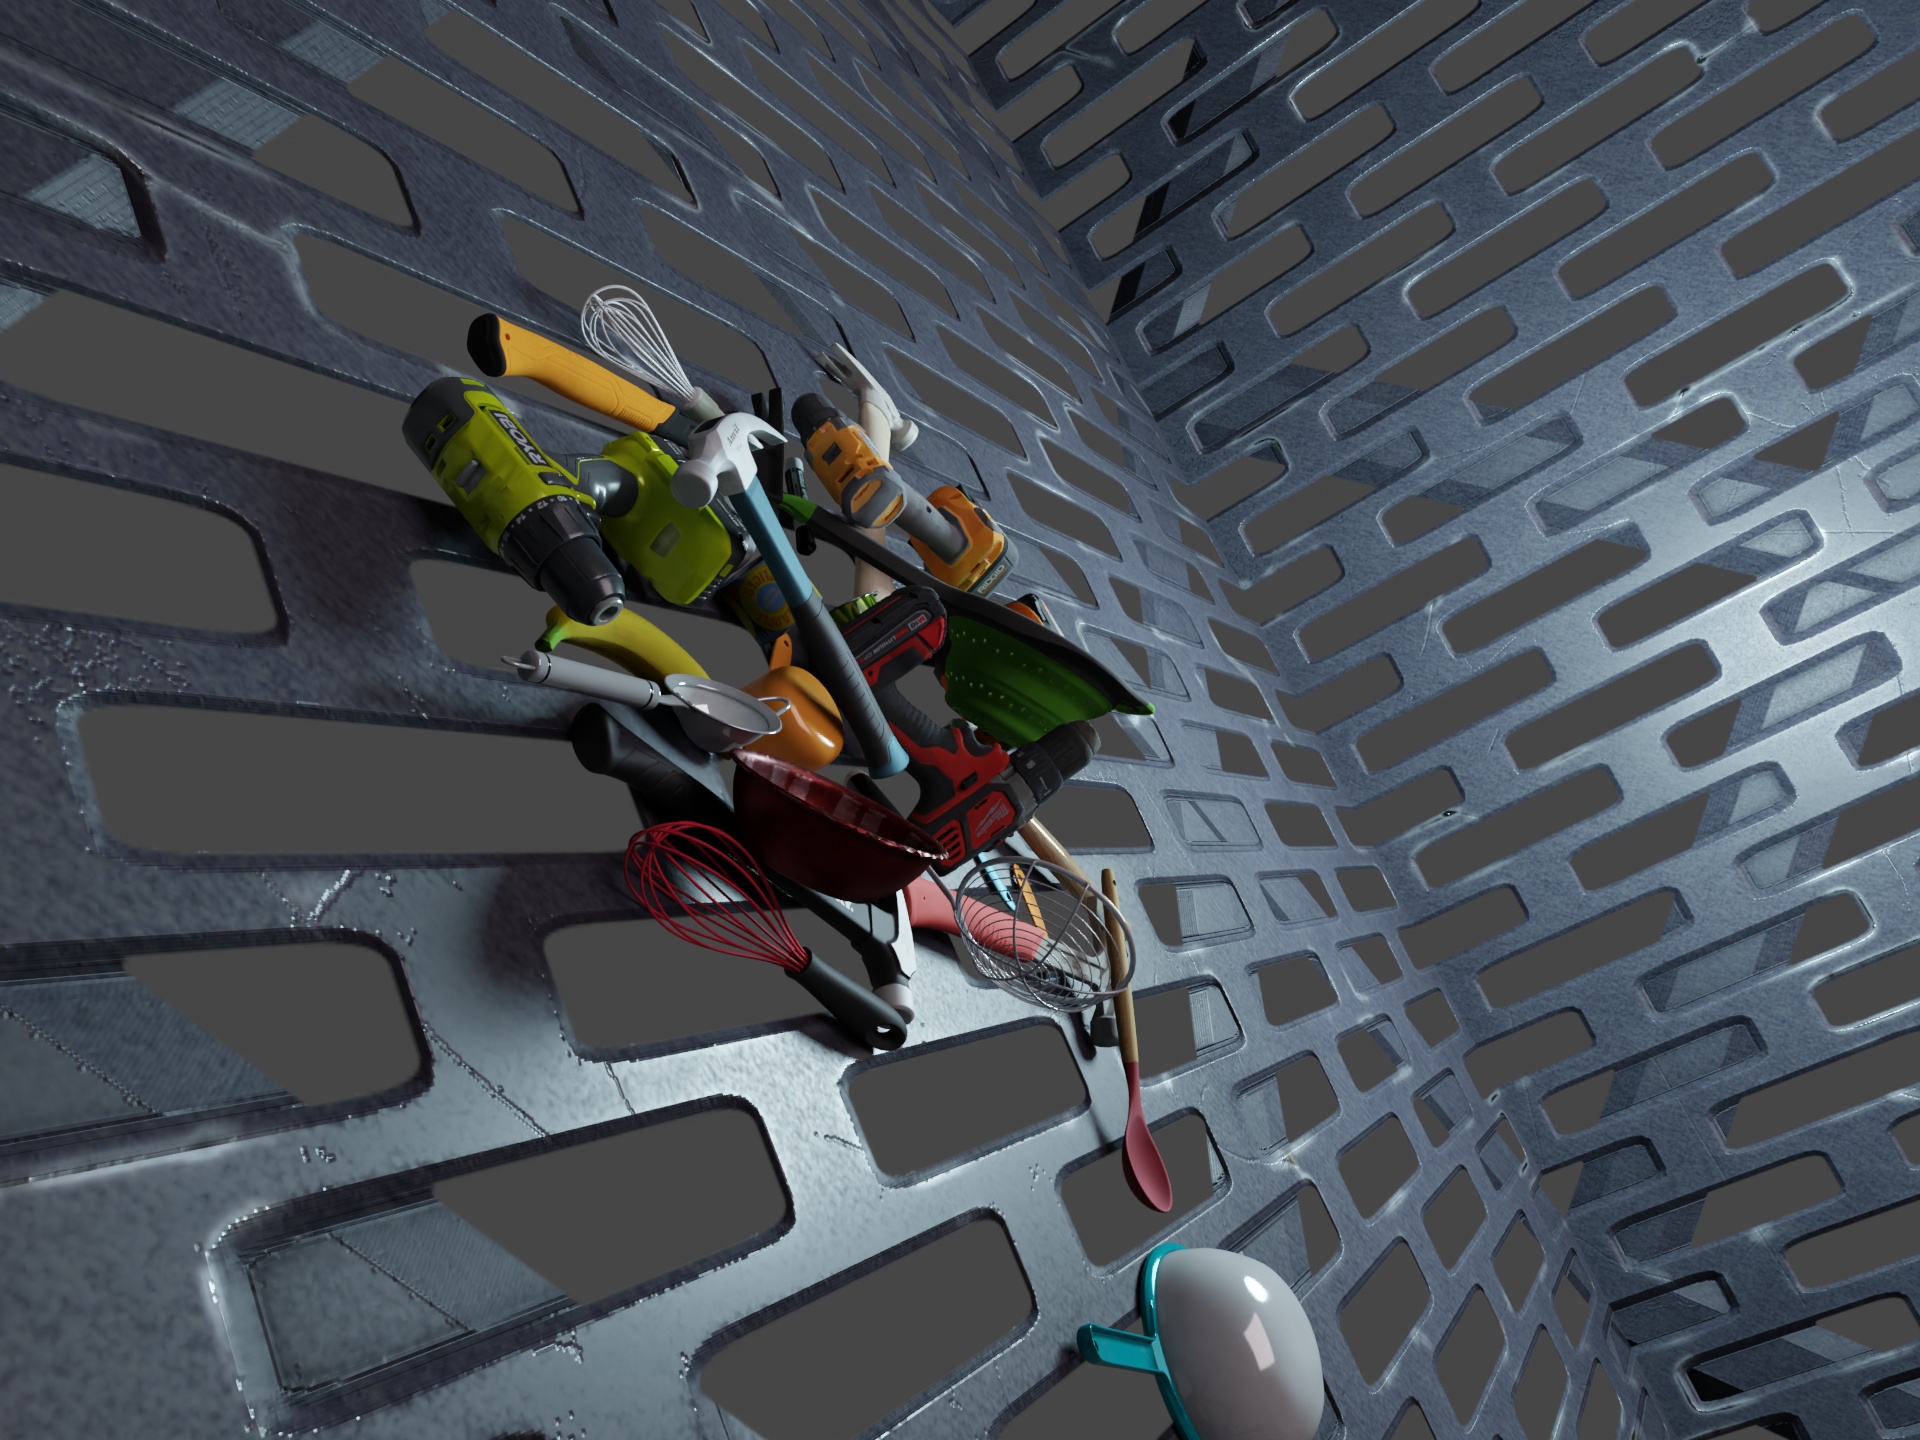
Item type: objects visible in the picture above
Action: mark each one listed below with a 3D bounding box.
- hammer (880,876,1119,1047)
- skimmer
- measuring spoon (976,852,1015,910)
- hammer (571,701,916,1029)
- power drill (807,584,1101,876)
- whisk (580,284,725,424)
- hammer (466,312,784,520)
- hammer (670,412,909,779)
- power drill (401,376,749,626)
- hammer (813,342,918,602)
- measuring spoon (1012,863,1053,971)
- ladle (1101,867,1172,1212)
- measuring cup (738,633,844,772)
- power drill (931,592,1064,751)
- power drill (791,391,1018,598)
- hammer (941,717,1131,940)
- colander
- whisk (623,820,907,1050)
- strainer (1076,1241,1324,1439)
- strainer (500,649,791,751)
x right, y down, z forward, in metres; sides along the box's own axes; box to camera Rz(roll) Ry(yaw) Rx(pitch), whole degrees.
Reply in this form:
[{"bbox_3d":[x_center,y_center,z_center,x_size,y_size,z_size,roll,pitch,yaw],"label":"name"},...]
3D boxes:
[{"bbox_3d":[0.044,0.179,1.384,0.358,0.037,0.149,31,50,-49],"label":"hammer"},{"bbox_3d":[0.005,0.098,1.159,0.364,0.090,0.127,43,-22,60],"label":"skimmer"},{"bbox_3d":[0.024,0.117,1.468,0.128,0.021,0.042,60,21,5],"label":"measuring spoon"},{"bbox_3d":[-0.143,0.086,1.116,0.334,0.035,0.146,42,28,-38],"label":"hammer"},{"bbox_3d":[-0.002,-0.004,1.340,0.226,0.188,0.080,58,-12,-13],"label":"power drill"},{"bbox_3d":[-0.238,-0.284,1.375,0.058,0.059,0.246,41,-1,44],"label":"whisk"},{"bbox_3d":[-0.255,-0.256,1.273,0.336,0.034,0.127,17,71,-56],"label":"hammer"},{"bbox_3d":[-0.114,-0.081,1.179,0.128,0.033,0.330,-76,148,-48],"label":"hammer"},{"bbox_3d":[-0.244,-0.136,1.076,0.191,0.080,0.228,49,18,16],"label":"power drill"},{"bbox_3d":[-0.099,-0.242,1.645,0.146,0.038,0.411,44,26,-32],"label":"hammer"},{"bbox_3d":[0.067,0.186,1.499,0.021,0.011,0.117,29,33,-51],"label":"measuring spoon"},{"bbox_3d":[0.152,0.286,1.447,0.069,0.031,0.316,29,50,-53],"label":"ladle"},{"bbox_3d":[-0.130,-0.026,1.265,0.095,0.052,0.174,46,27,-31],"label":"measuring cup"},{"bbox_3d":[0.041,-0.064,1.669,0.164,0.084,0.226,58,25,-2],"label":"power drill"},{"bbox_3d":[-0.063,-0.220,1.531,0.226,0.084,0.186,30,19,-45],"label":"power drill"},{"bbox_3d":[0.076,0.115,1.553,0.331,0.031,0.130,49,10,-35],"label":"hammer"},{"bbox_3d":[-0.016,-0.071,1.457,0.397,0.094,0.204,31,-6,-12],"label":"colander"},{"bbox_3d":[-0.118,0.152,1.056,0.295,0.073,0.073,48,24,-41],"label":"whisk"},{"bbox_3d":[0.209,0.503,1.281,0.340,0.095,0.211,36,31,-49],"label":"strainer"},{"bbox_3d":[-0.200,-0.014,1.028,0.087,0.050,0.258,33,8,31],"label":"strainer"}]
